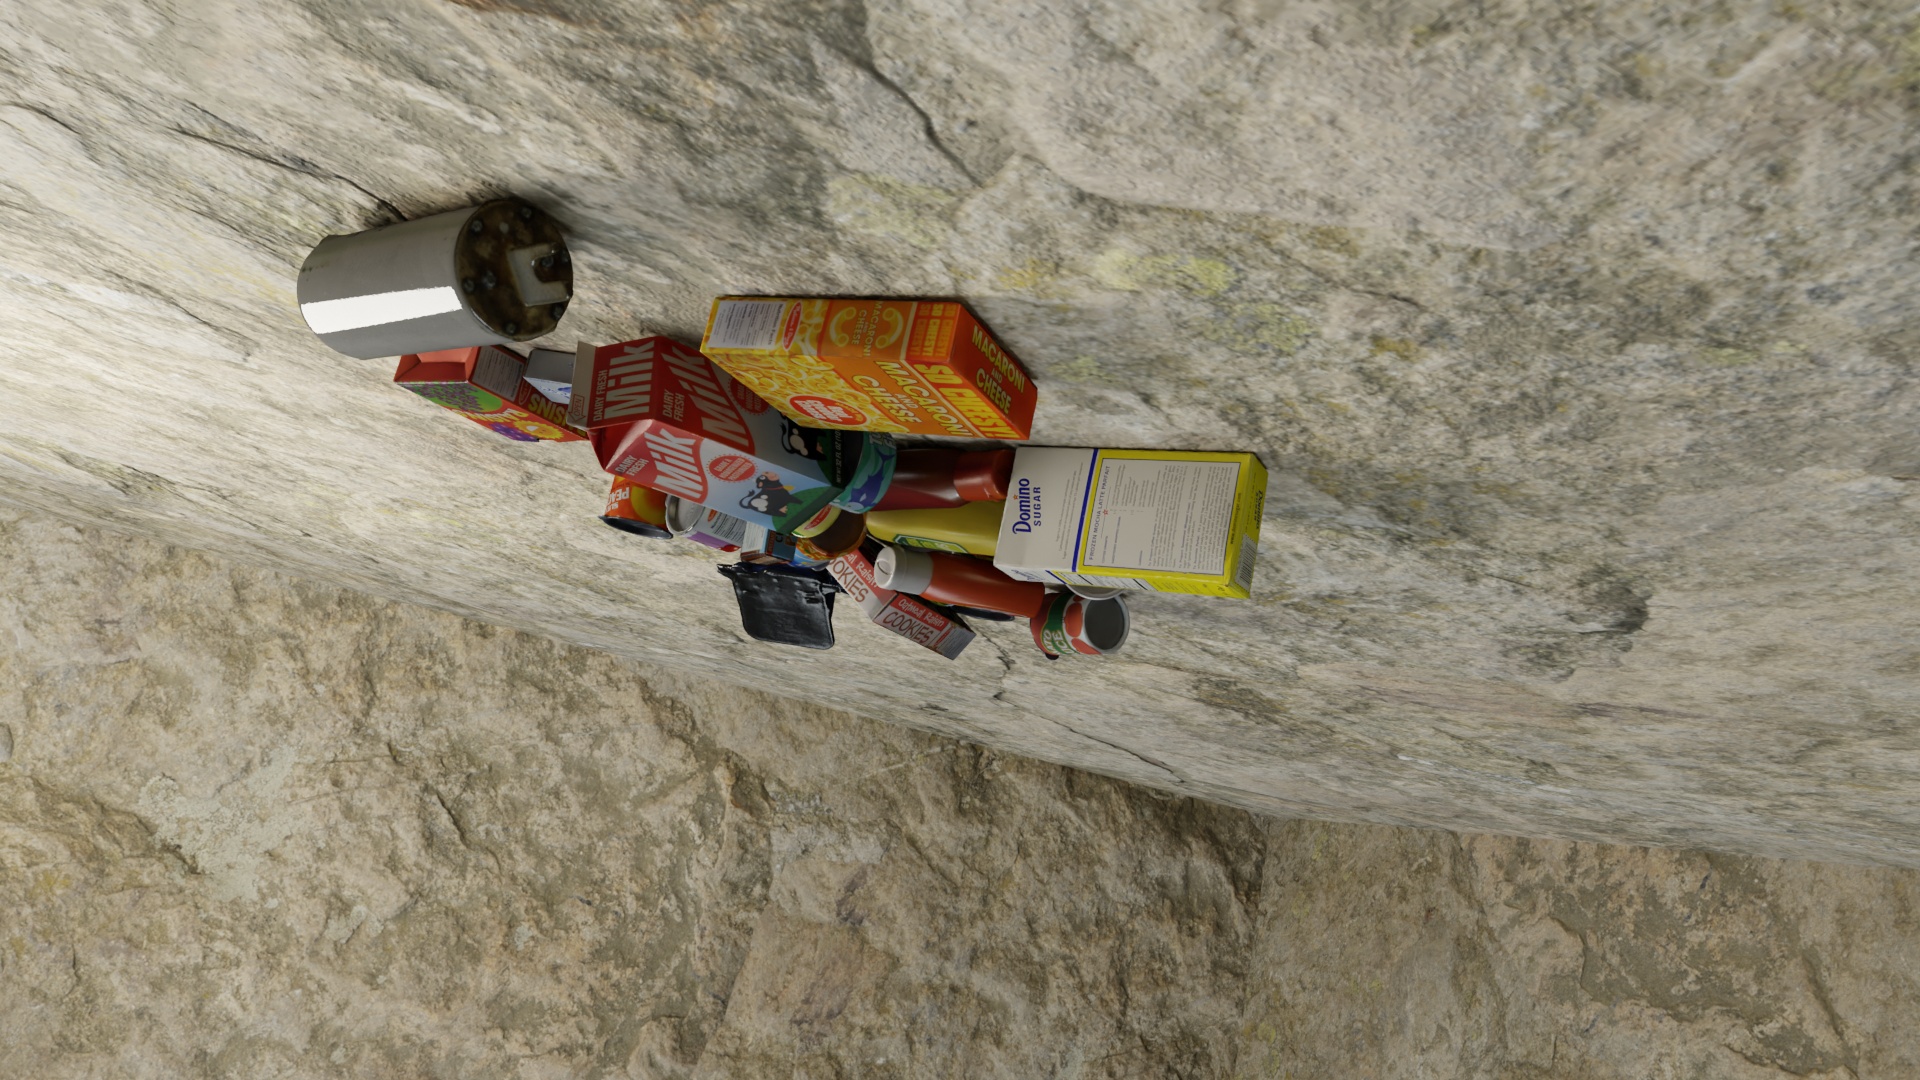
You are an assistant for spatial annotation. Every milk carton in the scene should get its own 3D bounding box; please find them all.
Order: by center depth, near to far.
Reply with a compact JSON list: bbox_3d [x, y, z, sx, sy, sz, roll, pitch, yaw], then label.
[{"bbox_3d":[-0.177,-0.075,0.950,0.190,0.072,0.073,21,140,-34],"label":"milk carton"}]

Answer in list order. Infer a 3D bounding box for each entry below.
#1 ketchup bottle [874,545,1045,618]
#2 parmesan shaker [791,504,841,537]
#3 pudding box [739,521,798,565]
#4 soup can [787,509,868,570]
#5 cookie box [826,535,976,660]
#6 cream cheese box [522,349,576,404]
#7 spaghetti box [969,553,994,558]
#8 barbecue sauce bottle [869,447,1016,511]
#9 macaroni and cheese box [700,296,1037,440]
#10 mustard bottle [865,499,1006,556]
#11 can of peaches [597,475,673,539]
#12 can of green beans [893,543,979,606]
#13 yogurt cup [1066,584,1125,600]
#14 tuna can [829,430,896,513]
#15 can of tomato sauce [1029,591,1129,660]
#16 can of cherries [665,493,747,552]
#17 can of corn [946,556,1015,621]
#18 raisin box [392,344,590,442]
[{"bbox_3d":[-0.002,0.034,1.205,0.149,0.043,0.065,12,-171,-31],"label":"ketchup bottle"},{"bbox_3d":[-0.145,-0.052,1.090,0.071,0.071,0.103,2,163,35],"label":"parmesan shaker"},{"bbox_3d":[-0.156,-0.023,1.172,0.030,0.084,0.049,17,165,-31],"label":"pudding box"},{"bbox_3d":[-0.124,-0.010,1.225,0.071,0.071,0.083,17,165,-23],"label":"soup can"},{"bbox_3d":[-0.067,0.046,1.348,0.123,0.040,0.167,46,-174,31],"label":"cookie box"},{"bbox_3d":[-0.258,-0.113,1.012,0.104,0.024,0.053,10,168,9],"label":"cream cheese box"},{"bbox_3d":[0.063,0.003,1.214,0.250,0.029,0.050,10,168,6],"label":"spaghetti box"},{"bbox_3d":[-0.022,-0.047,1.046,0.148,0.044,0.065,-1,162,40],"label":"barbecue sauce bottle"},{"bbox_3d":[-0.052,-0.104,0.839,0.166,0.040,0.123,6,165,26],"label":"macaroni and cheese box"},{"bbox_3d":[0.004,-0.014,1.143,0.160,0.049,0.065,8,171,16],"label":"mustard bottle"},{"bbox_3d":[-0.292,-0.038,1.279,0.071,0.058,0.071,12,167,3],"label":"can of peaches"},{"bbox_3d":[-0.023,0.022,1.280,0.071,0.071,0.057,5,164,26],"label":"can of green beans"},{"bbox_3d":[0.114,0.017,1.153,0.072,0.072,0.054,10,175,6],"label":"yogurt cup"},{"bbox_3d":[-0.077,-0.057,1.008,0.033,0.071,0.071,21,164,-36],"label":"tuna can"},{"bbox_3d":[0.121,0.086,1.416,0.071,0.071,0.083,20,164,-32],"label":"can of tomato sauce"},{"bbox_3d":[-0.223,-0.029,1.246,0.058,0.071,0.071,22,163,-40],"label":"can of cherries"},{"bbox_3d":[0.023,0.042,1.344,0.071,0.058,0.071,11,167,3],"label":"can of corn"},{"bbox_3d":[-0.351,-0.113,1.058,0.086,0.040,0.123,3,165,31],"label":"raisin box"}]
